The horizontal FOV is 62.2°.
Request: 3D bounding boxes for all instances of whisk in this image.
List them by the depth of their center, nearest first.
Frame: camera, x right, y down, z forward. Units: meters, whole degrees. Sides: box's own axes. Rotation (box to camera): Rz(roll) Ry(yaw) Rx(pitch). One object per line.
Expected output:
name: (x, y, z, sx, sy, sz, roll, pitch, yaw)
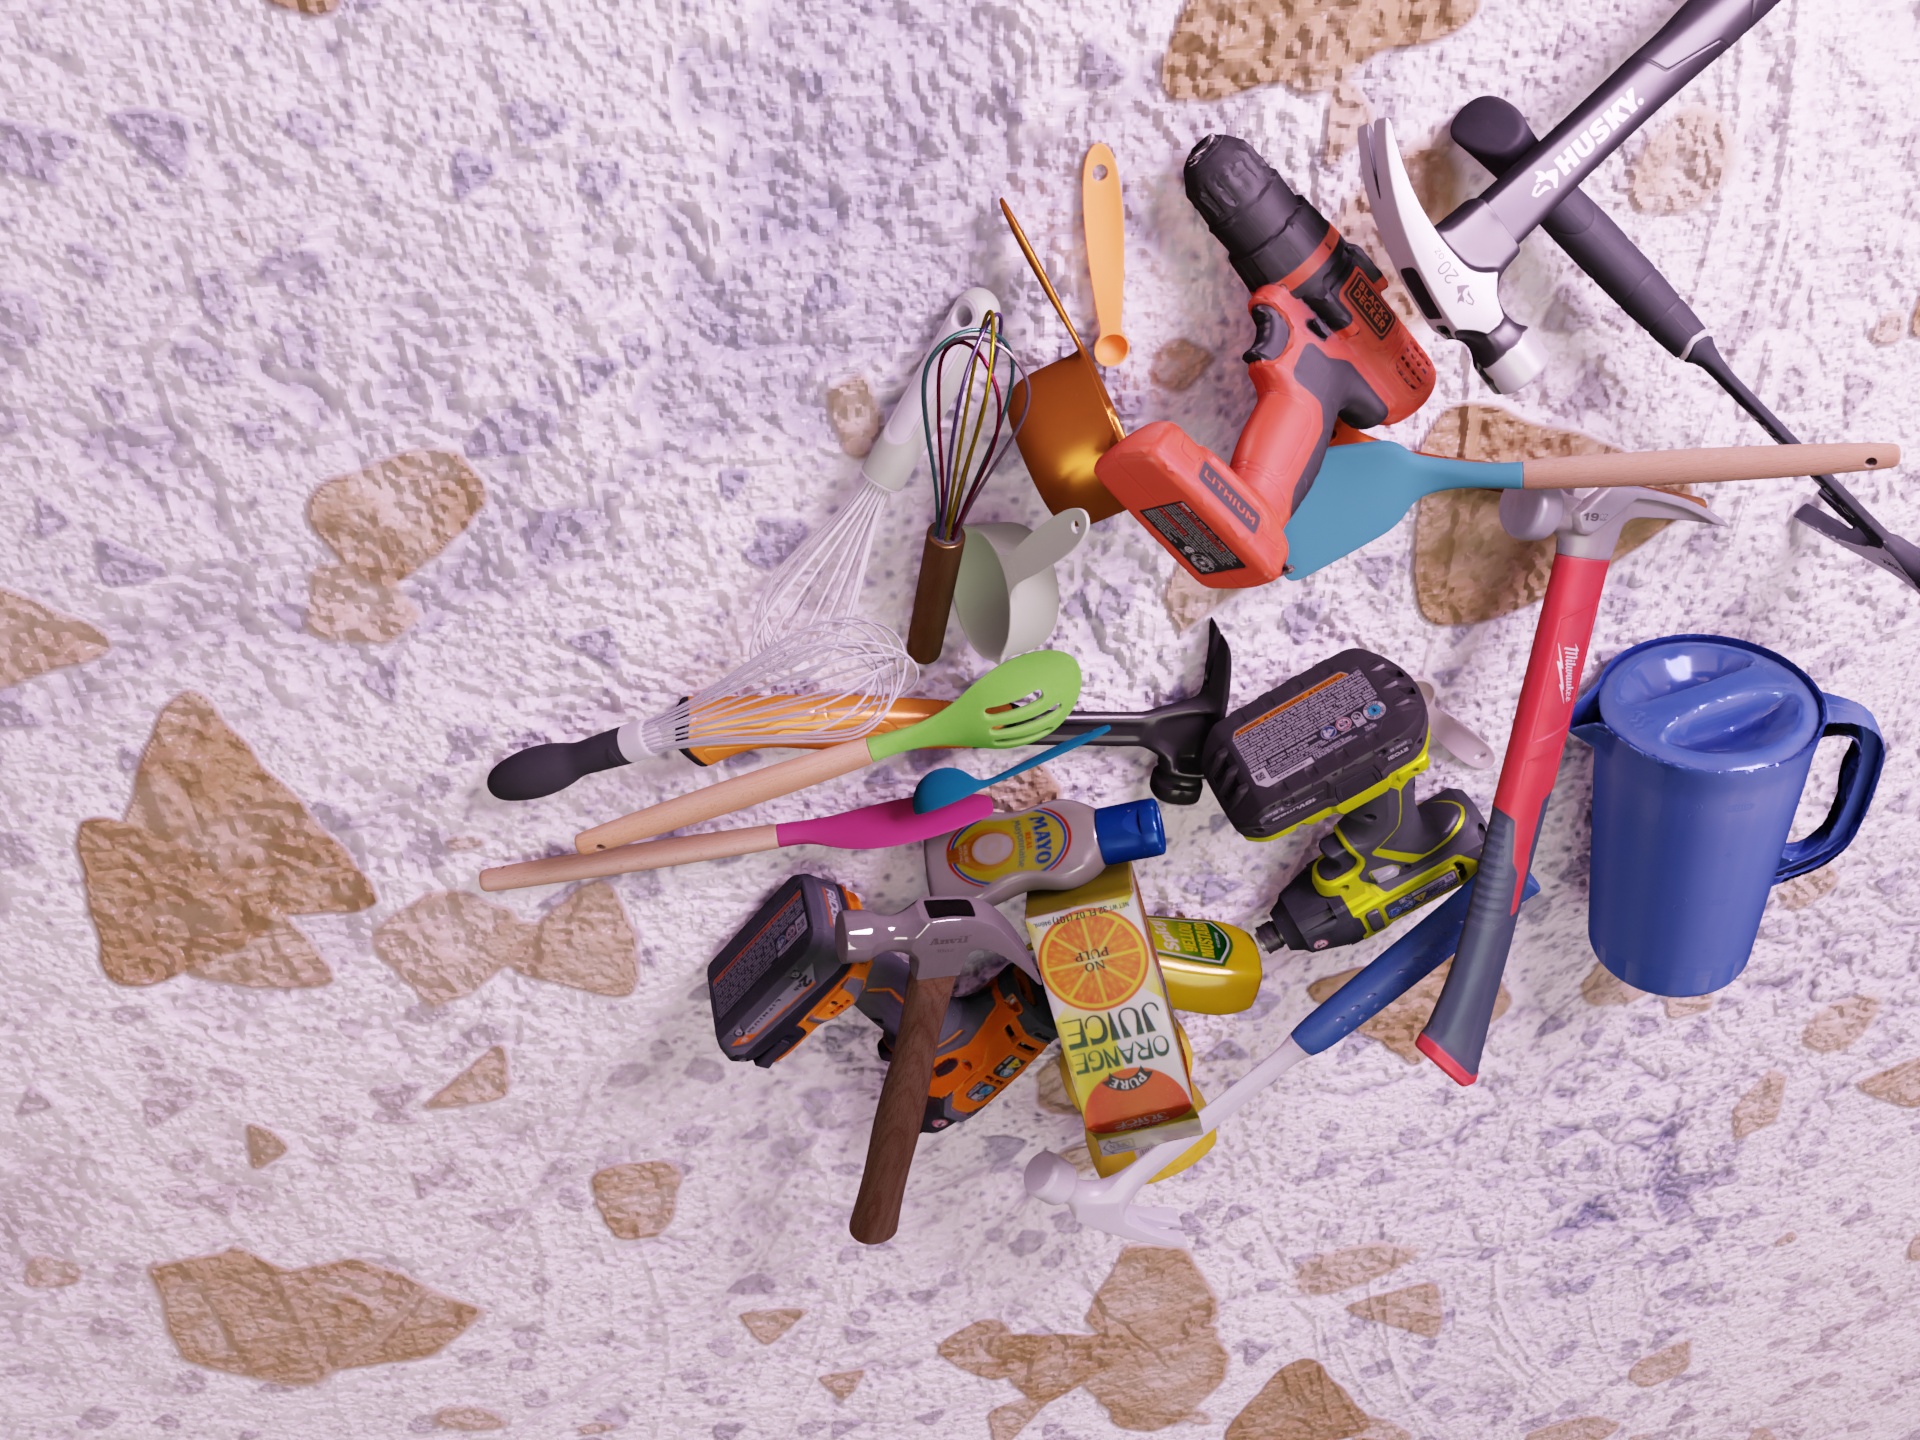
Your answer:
whisk: (-0.006, -0.112, 0.845, 0.051, 0.047, 0.244, -20, 147, -25)
whisk: (-0.047, -0.124, 0.860, 0.059, 0.058, 0.246, -1, 129, -55)
whisk: (-0.152, 0.002, 0.883, 0.284, 0.070, 0.070, -16, 129, 23)

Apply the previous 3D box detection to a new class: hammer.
hammer: (0.341, -0.325, 0.767, 0.335, 0.035, 0.146, -43, 105, 2)
hammer: (0.414, -0.198, 0.878, 0.408, 0.149, 0.036, 35, 109, -21)
hammer: (-0.002, -0.003, 0.961, 0.336, 0.034, 0.127, 0, 125, -13)
hammer: (0.359, 0.046, 0.980, 0.143, 0.038, 0.386, 2, 107, -21)
hammer: (-0.032, 0.236, 1.031, 0.130, 0.031, 0.331, -3, 131, -18)
hammer: (0.232, 0.233, 1.104, 0.144, 0.035, 0.405, 35, 111, -30)

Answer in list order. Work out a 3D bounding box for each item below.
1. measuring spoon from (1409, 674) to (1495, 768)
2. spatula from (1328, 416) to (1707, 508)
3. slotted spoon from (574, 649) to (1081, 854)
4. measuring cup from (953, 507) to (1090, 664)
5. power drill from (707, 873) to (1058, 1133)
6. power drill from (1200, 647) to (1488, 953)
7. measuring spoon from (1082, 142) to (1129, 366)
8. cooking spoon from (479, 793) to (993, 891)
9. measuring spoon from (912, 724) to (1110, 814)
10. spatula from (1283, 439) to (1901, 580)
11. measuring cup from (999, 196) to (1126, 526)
measuring spoon: (0.317, 0.001, 1.051, 0.034, 0.018, 0.124, -43, 129, 20)
spatula: (0.306, -0.140, 0.929, 0.322, 0.041, 0.081, 5, 121, -17)
slotted spoon: (-0.077, 0.027, 0.929, 0.314, 0.031, 0.070, -18, 138, 3)
measuring cup: (0.043, -0.083, 0.850, 0.038, 0.083, 0.167, -12, 173, -24)
power drill: (-0.056, 0.206, 1.070, 0.226, 0.084, 0.164, 29, 115, -33)
power drill: (0.245, 0.067, 1.025, 0.171, 0.080, 0.223, -30, 138, 7)
measuring spoon: (0.075, -0.241, 0.827, 0.021, 0.011, 0.116, -11, 123, -5)
cooking spoon: (-0.138, 0.075, 0.979, 0.319, 0.069, 0.017, -9, 108, 0)
measuring spoon: (0.028, 0.022, 0.952, 0.128, 0.042, 0.021, -23, 93, -4)
spatula: (0.333, -0.127, 0.862, 0.317, 0.044, 0.082, -2, 127, 16)
measuring cup: (0.041, -0.180, 0.825, 0.052, 0.095, 0.173, -25, 111, 13)
